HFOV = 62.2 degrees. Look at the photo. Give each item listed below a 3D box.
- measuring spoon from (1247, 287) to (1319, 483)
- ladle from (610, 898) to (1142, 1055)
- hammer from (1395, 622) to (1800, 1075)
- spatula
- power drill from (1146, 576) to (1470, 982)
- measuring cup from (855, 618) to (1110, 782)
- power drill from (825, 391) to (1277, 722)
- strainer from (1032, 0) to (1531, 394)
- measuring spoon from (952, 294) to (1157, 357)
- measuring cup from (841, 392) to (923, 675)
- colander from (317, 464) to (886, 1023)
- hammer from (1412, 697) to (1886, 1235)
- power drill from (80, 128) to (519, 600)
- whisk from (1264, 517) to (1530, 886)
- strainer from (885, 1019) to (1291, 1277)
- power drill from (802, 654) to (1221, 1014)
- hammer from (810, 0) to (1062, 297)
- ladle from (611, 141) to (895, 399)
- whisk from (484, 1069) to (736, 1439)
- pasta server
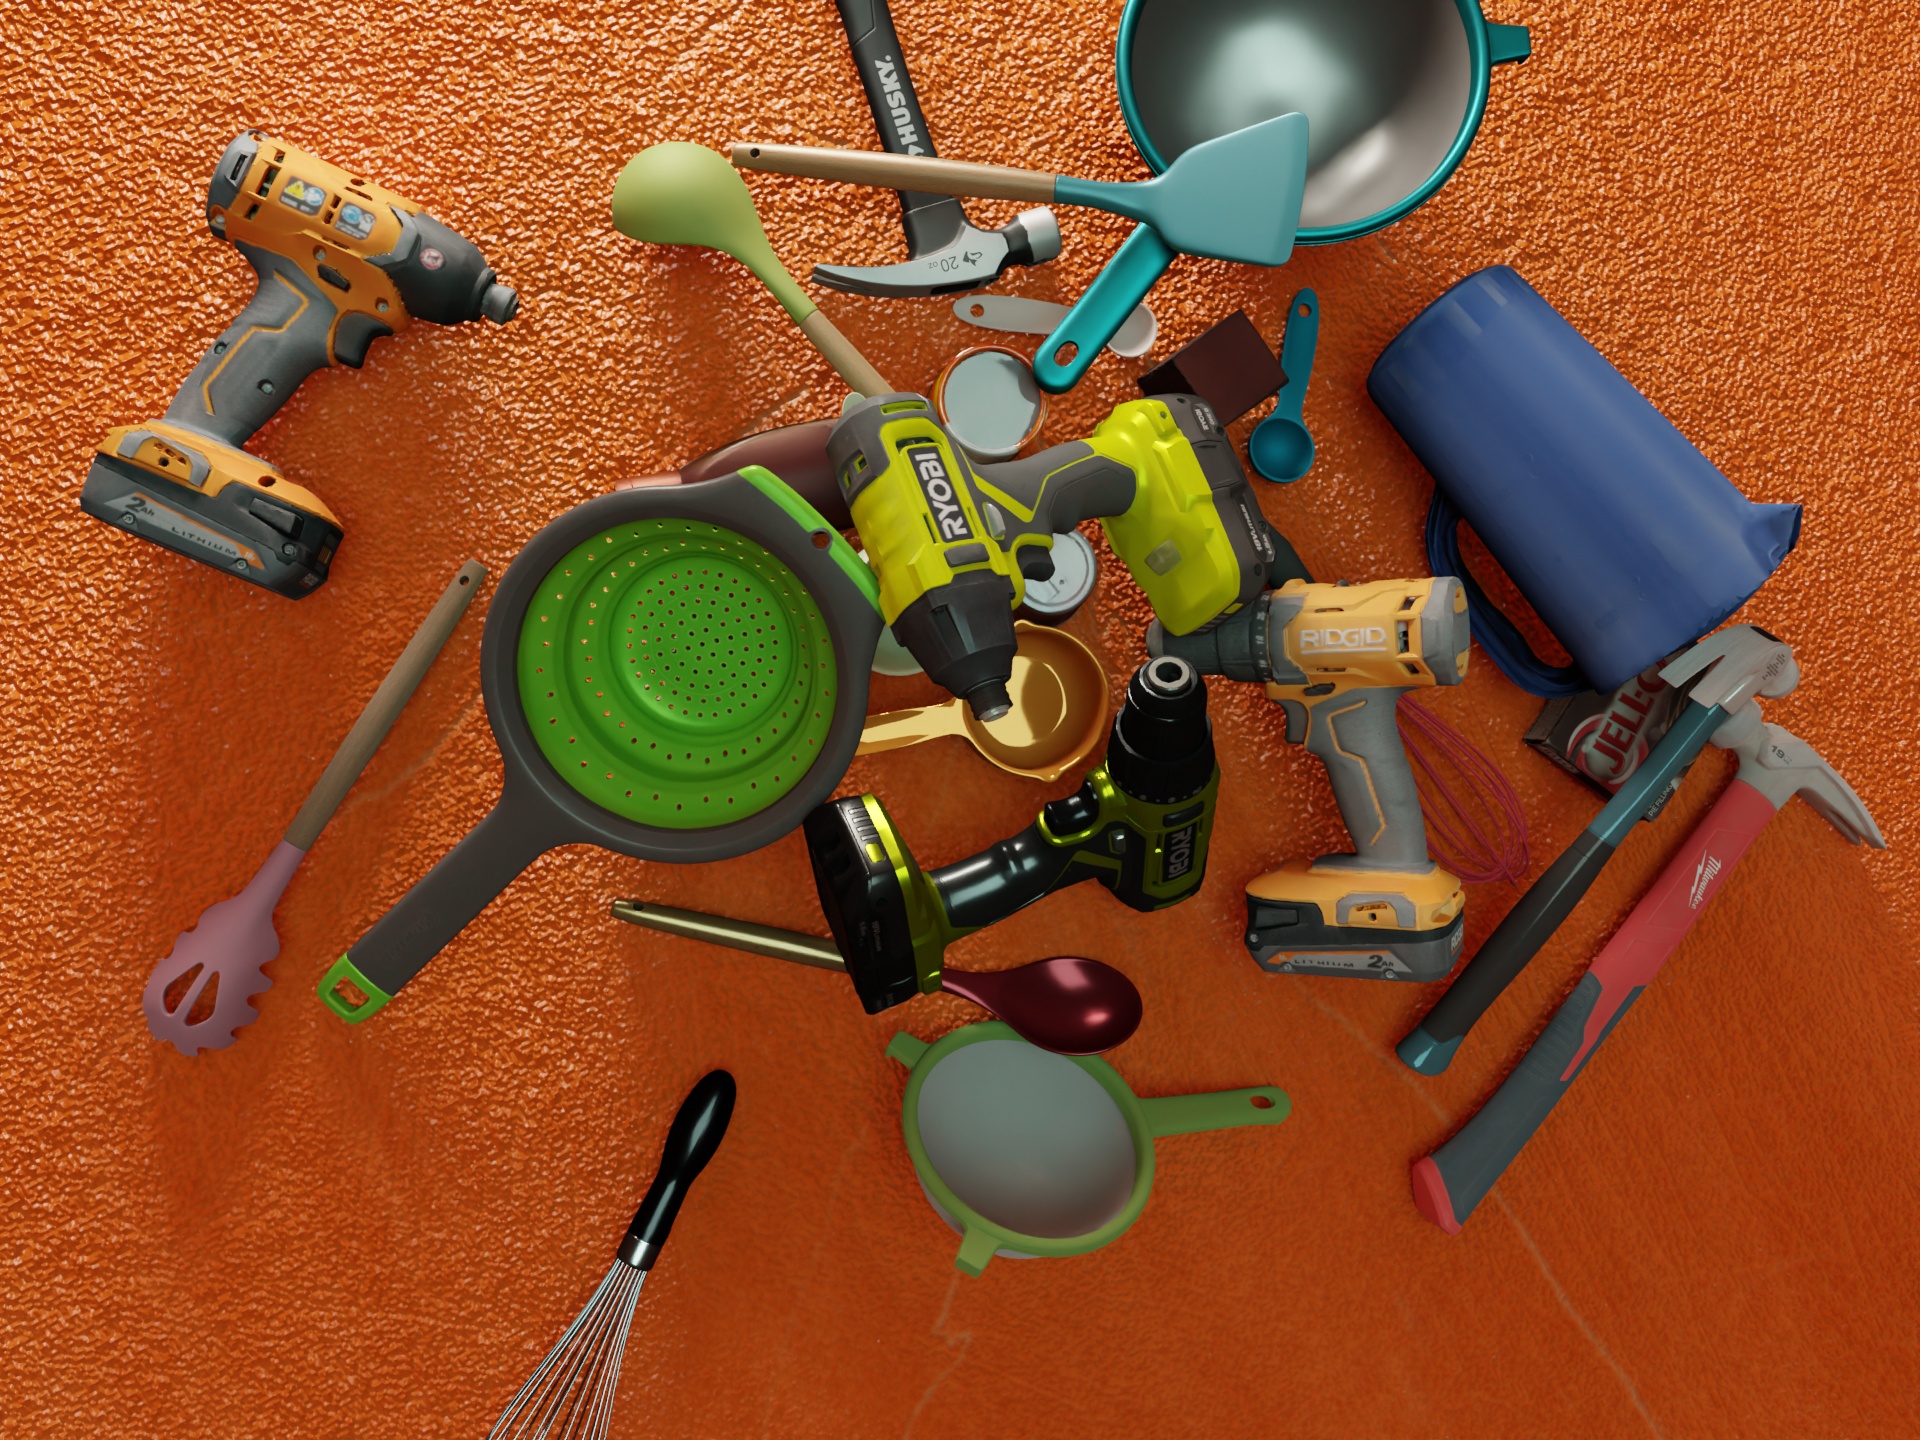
[{"bbox_3d":[0.203,-0.206,0.984,0.042,0.021,0.129,13,79,-8],"label":"measuring spoon"},{"bbox_3d":[-0.048,0.144,0.932,0.315,0.031,0.069,13,45,-6],"label":"ladle"},{"bbox_3d":[0.376,0.081,0.952,0.033,0.128,0.331,44,105,35],"label":"hammer"},{"bbox_3d":[0.026,-0.299,0.871,0.317,0.044,0.082,8,91,7],"label":"spatula"},{"bbox_3d":[0.203,0.030,0.931,0.185,0.084,0.226,0,98,28],"label":"power drill"},{"bbox_3d":[-0.001,-0.003,0.931,0.173,0.052,0.095,-12,92,-7],"label":"measuring cup"},{"bbox_3d":[0.053,-0.094,0.848,0.223,0.080,0.171,-13,75,-34],"label":"power drill"},{"bbox_3d":[0.154,-0.317,0.933,0.211,0.095,0.340,39,88,4],"label":"strainer"},{"bbox_3d":[0.057,-0.240,0.960,0.124,0.018,0.034,7,89,-3],"label":"measuring spoon"},{"bbox_3d":[-0.045,-0.107,0.903,0.083,0.038,0.167,-16,115,-8],"label":"measuring cup"},{"bbox_3d":[-0.208,0.022,0.888,0.397,0.094,0.204,-42,101,11],"label":"colander"},{"bbox_3d":[0.427,0.173,1.009,0.143,0.038,0.386,40,84,-9],"label":"hammer"},{"bbox_3d":[-0.351,-0.184,0.859,0.164,0.084,0.226,23,83,-9],"label":"power drill"},{"bbox_3d":[0.250,-0.017,0.971,0.073,0.073,0.296,-36,91,-7],"label":"whisk"},{"bbox_3d":[0.079,0.252,0.940,0.256,0.152,0.069,0,134,-26],"label":"strainer"},{"bbox_3d":[0.037,0.060,0.868,0.228,0.190,0.080,-20,54,-11],"label":"power drill"},{"bbox_3d":[-0.061,-0.409,0.927,0.146,0.035,0.335,-19,93,-9],"label":"hammer"},{"bbox_3d":[-0.073,-0.200,0.899,0.320,0.062,0.078,48,53,-3],"label":"ladle"},{"bbox_3d":[-0.197,0.330,0.902,0.070,0.070,0.285,27,81,-9],"label":"whisk"},{"bbox_3d":[-0.354,0.046,0.887,0.060,0.040,0.316,32,81,-8],"label":"pasta server"}]
